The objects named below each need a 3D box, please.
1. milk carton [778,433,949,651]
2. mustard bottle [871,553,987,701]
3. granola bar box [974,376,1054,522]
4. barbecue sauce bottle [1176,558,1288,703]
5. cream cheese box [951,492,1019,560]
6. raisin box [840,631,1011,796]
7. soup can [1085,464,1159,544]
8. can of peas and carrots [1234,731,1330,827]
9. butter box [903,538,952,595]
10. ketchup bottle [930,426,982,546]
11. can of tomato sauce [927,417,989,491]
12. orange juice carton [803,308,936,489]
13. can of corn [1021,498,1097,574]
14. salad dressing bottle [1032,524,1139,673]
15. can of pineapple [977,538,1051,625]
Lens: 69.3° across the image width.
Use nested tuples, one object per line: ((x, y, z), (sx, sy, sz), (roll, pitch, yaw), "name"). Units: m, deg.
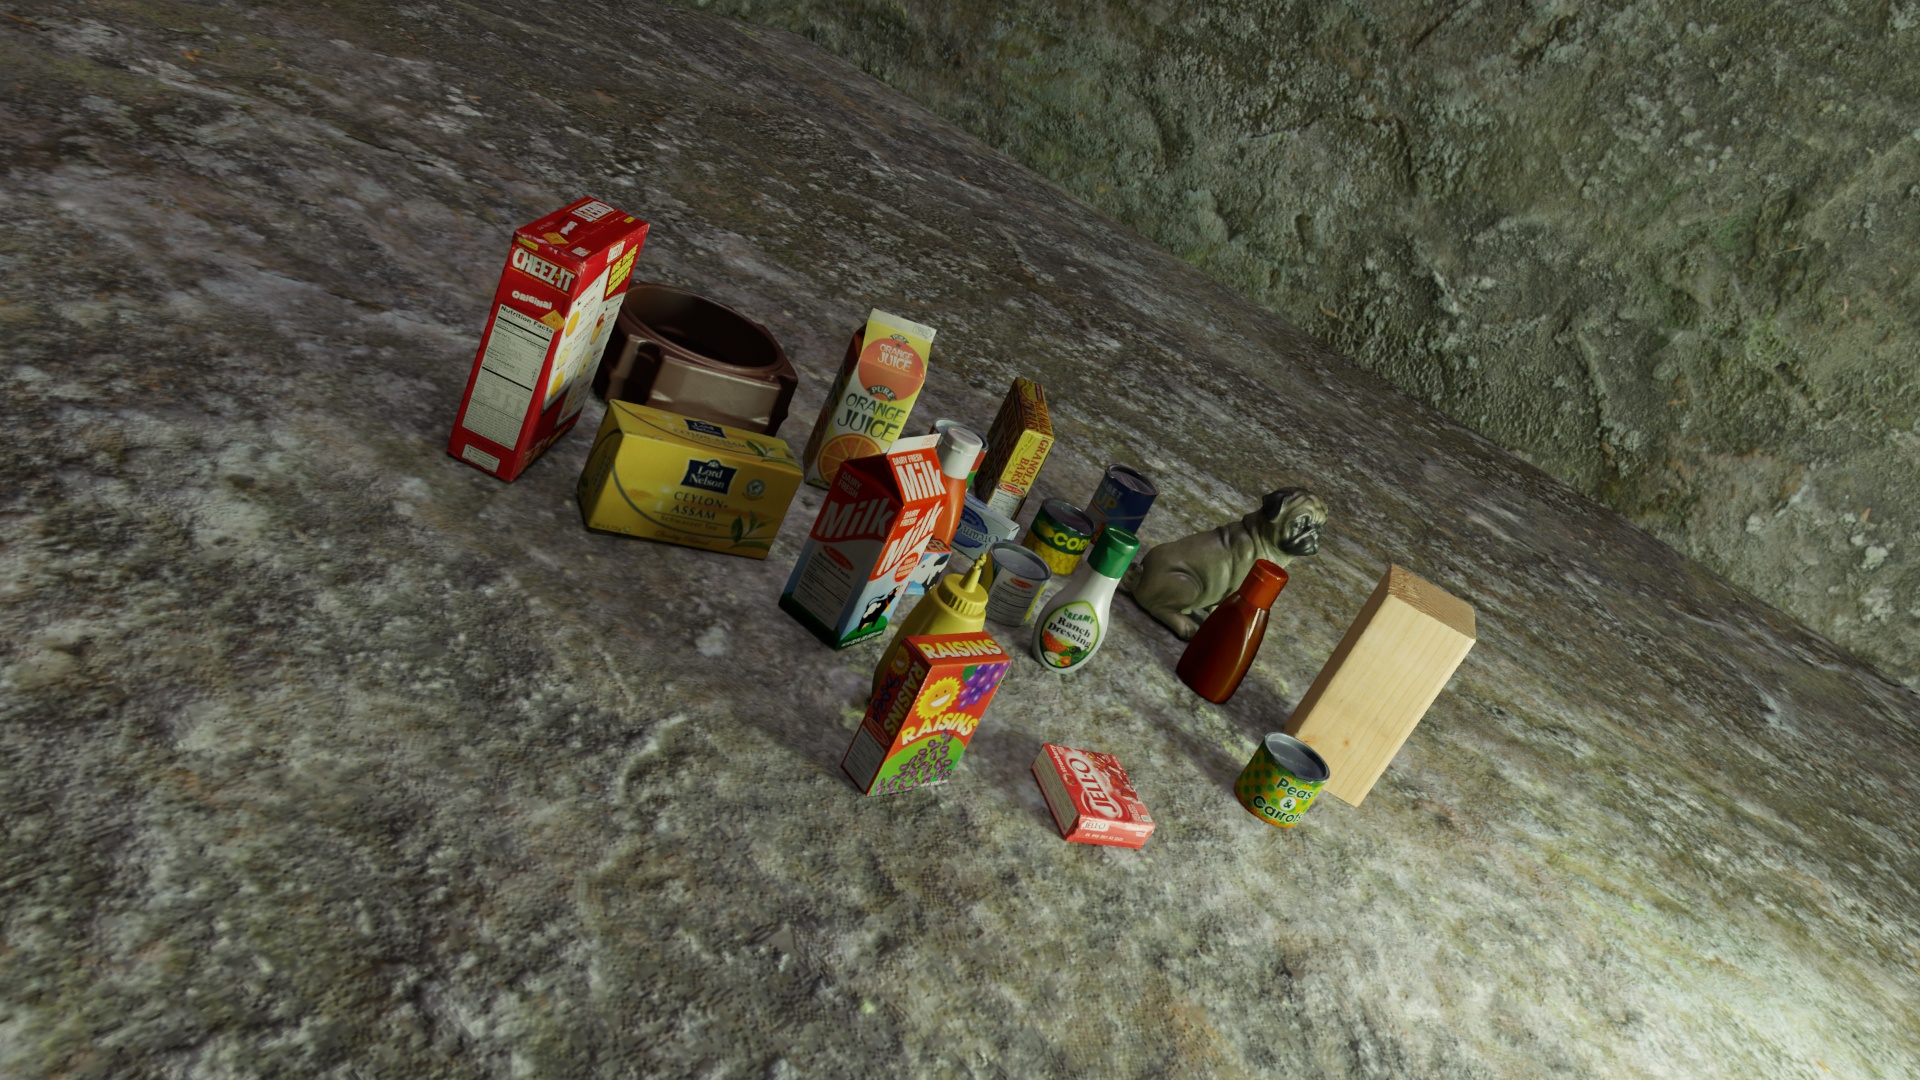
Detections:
((-0.075, -0.008, 1.176), (0.073, 0.189, 0.072), (37, 26, 22), "milk carton")
((-0.017, 0.077, 1.101), (0.065, 0.159, 0.049), (15, 26, -24), "mustard bottle")
((0.059, -0.099, 1.574), (0.039, 0.123, 0.166), (21, 24, -12), "granola bar box")
((0.274, 0.088, 1.382), (0.044, 0.148, 0.065), (-1, 36, -47), "barbecue sauce bottle")
((0.005, -0.018, 1.444), (0.104, 0.053, 0.024), (33, 24, 15), "cream cheese box")
((-0.025, 0.128, 1.035), (0.086, 0.123, 0.040), (1, 34, -44), "raisin box")
((0.181, -0.038, 1.622), (0.071, 0.083, 0.071), (22, 24, -10), "soup can")
((0.289, 0.216, 1.248), (0.071, 0.058, 0.071), (22, 24, -10), "can of peas and carrots")
((-0.061, 0.023, 1.295), (0.104, 0.053, 0.024), (4, 32, -41), "butter box")
((-0.025, -0.038, 1.337), (0.065, 0.148, 0.044), (28, 24, 3), "ketchup bottle")
((-0.015, -0.081, 1.516), (0.071, 0.082, 0.071), (22, 24, -10), "can of tomato sauce")
((-0.094, -0.143, 1.428), (0.072, 0.191, 0.073), (18, 25, -18), "orange juice carton")
((0.108, -0.003, 1.509), (0.071, 0.058, 0.071), (22, 24, -10), "can of corn")
((0.118, 0.055, 1.295), (0.064, 0.147, 0.044), (26, 24, 0), "salad dressing bottle")
((0.048, 0.041, 1.362), (0.071, 0.057, 0.071), (22, 24, -10), "can of pineapple")
